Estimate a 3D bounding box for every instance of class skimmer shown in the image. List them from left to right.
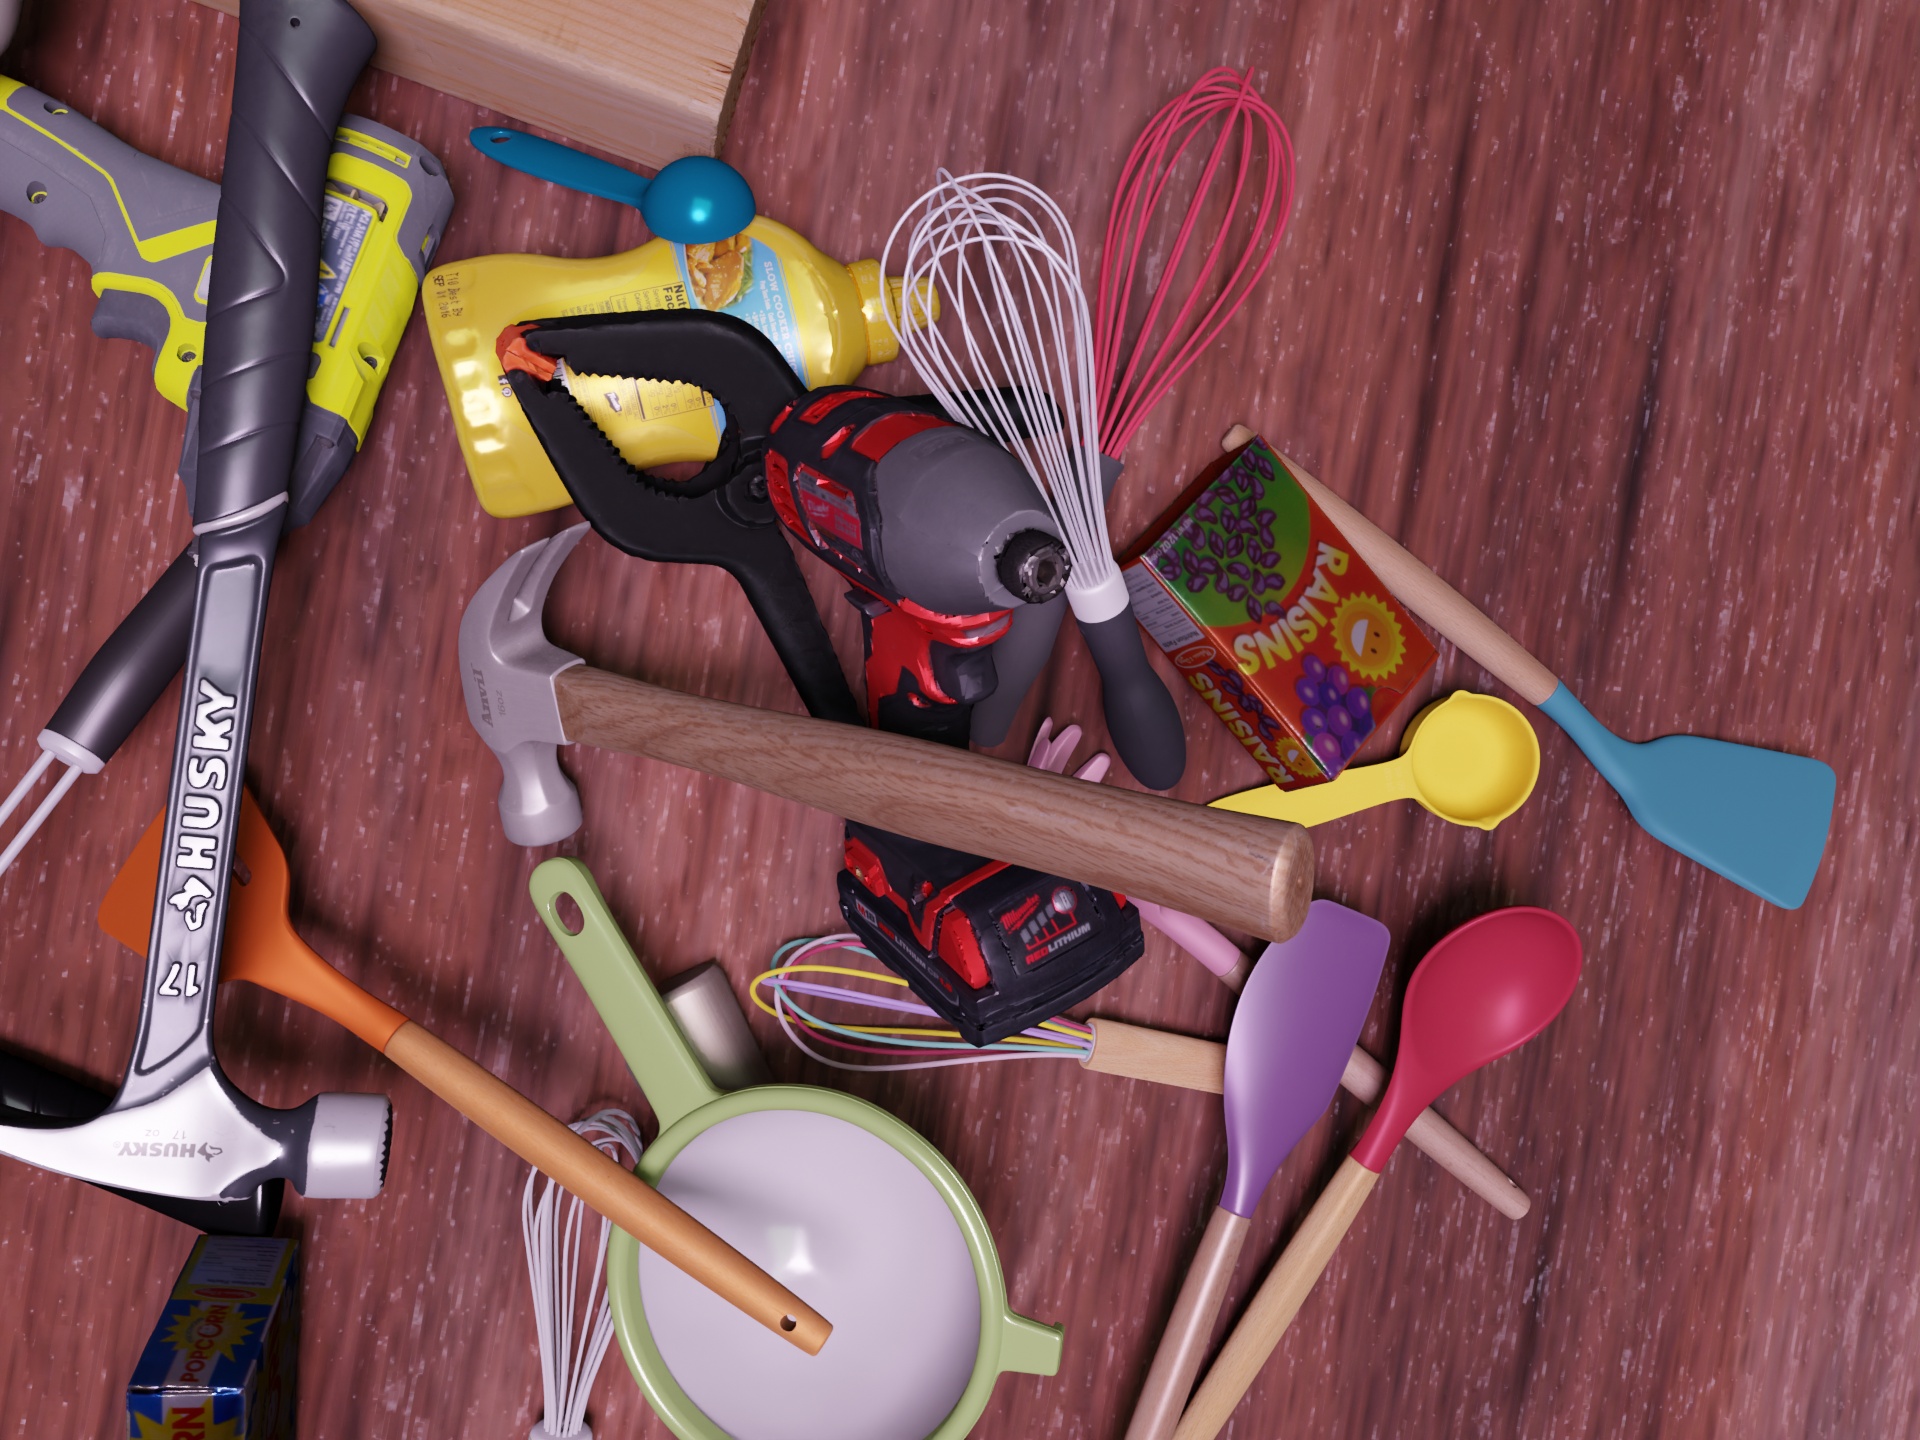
[{"bbox_3d":[-0.353,0.066,0.563,0.127,0.090,0.363,34,66,-14],"label":"skimmer"}]

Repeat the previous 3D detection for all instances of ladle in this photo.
[{"bbox_3d":[0.159,0.209,0.672,0.069,0.031,0.315,28,97,-17],"label":"ladle"}]

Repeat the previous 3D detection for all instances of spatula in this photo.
[{"bbox_3d":[-0.180,0.127,0.574,0.322,0.041,0.081,33,87,6],"label":"spatula"},{"bbox_3d":[0.101,0.223,0.648,0.059,0.018,0.316,22,87,-19],"label":"spatula"},{"bbox_3d":[0.245,-0.033,0.695,0.317,0.044,0.082,36,62,-8],"label":"spatula"}]

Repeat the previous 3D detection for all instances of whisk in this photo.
[{"bbox_3d":[-0.156,0.274,0.629,0.058,0.059,0.246,10,94,26],"label":"whisk"},{"bbox_3d":[0.031,0.131,0.665,0.245,0.051,0.047,14,113,-15],"label":"whisk"},{"bbox_3d":[0.042,-0.074,0.595,0.070,0.070,0.284,-32,130,-8],"label":"whisk"},{"bbox_3d":[0.064,-0.126,0.652,0.073,0.073,0.296,22,93,-11],"label":"whisk"}]

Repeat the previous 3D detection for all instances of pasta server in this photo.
[{"bbox_3d":[0.140,0.115,0.682,0.316,0.060,0.040,40,110,-12],"label":"pasta server"}]

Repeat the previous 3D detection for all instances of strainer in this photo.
[{"bbox_3d":[-0.078,0.158,0.598,0.151,0.069,0.256,-35,82,15],"label":"strainer"}]

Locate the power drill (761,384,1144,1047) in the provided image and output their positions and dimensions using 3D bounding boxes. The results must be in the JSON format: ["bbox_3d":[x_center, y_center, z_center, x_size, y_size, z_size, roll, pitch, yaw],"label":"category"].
[{"bbox_3d":[-0.001,-0.002,0.564,0.078,0.143,0.219,-25,124,-24],"label":"power drill"}]

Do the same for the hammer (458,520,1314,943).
[{"bbox_3d":[-0.045,0.012,0.521,0.031,0.331,0.130,-38,131,-46],"label":"hammer"}]

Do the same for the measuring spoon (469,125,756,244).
[{"bbox_3d":[-0.136,-0.212,0.601,0.129,0.021,0.042,23,53,17],"label":"measuring spoon"}]

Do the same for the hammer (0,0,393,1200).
[{"bbox_3d":[-0.246,-0.049,0.527,0.149,0.036,0.409,6,88,-16],"label":"hammer"}]

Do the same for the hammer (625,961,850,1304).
[{"bbox_3d":[-0.015,0.283,0.656,0.146,0.038,0.410,-26,95,-8],"label":"hammer"}]

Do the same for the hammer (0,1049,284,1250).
[{"bbox_3d":[-0.409,0.120,0.580,0.334,0.035,0.146,27,86,-10],"label":"hammer"}]

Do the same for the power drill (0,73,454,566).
[{"bbox_3d":[-0.316,-0.160,0.561,0.223,0.080,0.171,20,78,-12],"label":"power drill"}]

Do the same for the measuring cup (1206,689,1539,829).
[{"bbox_3d":[0.173,0.028,0.697,0.156,0.029,0.062,-14,93,2],"label":"measuring cup"}]
